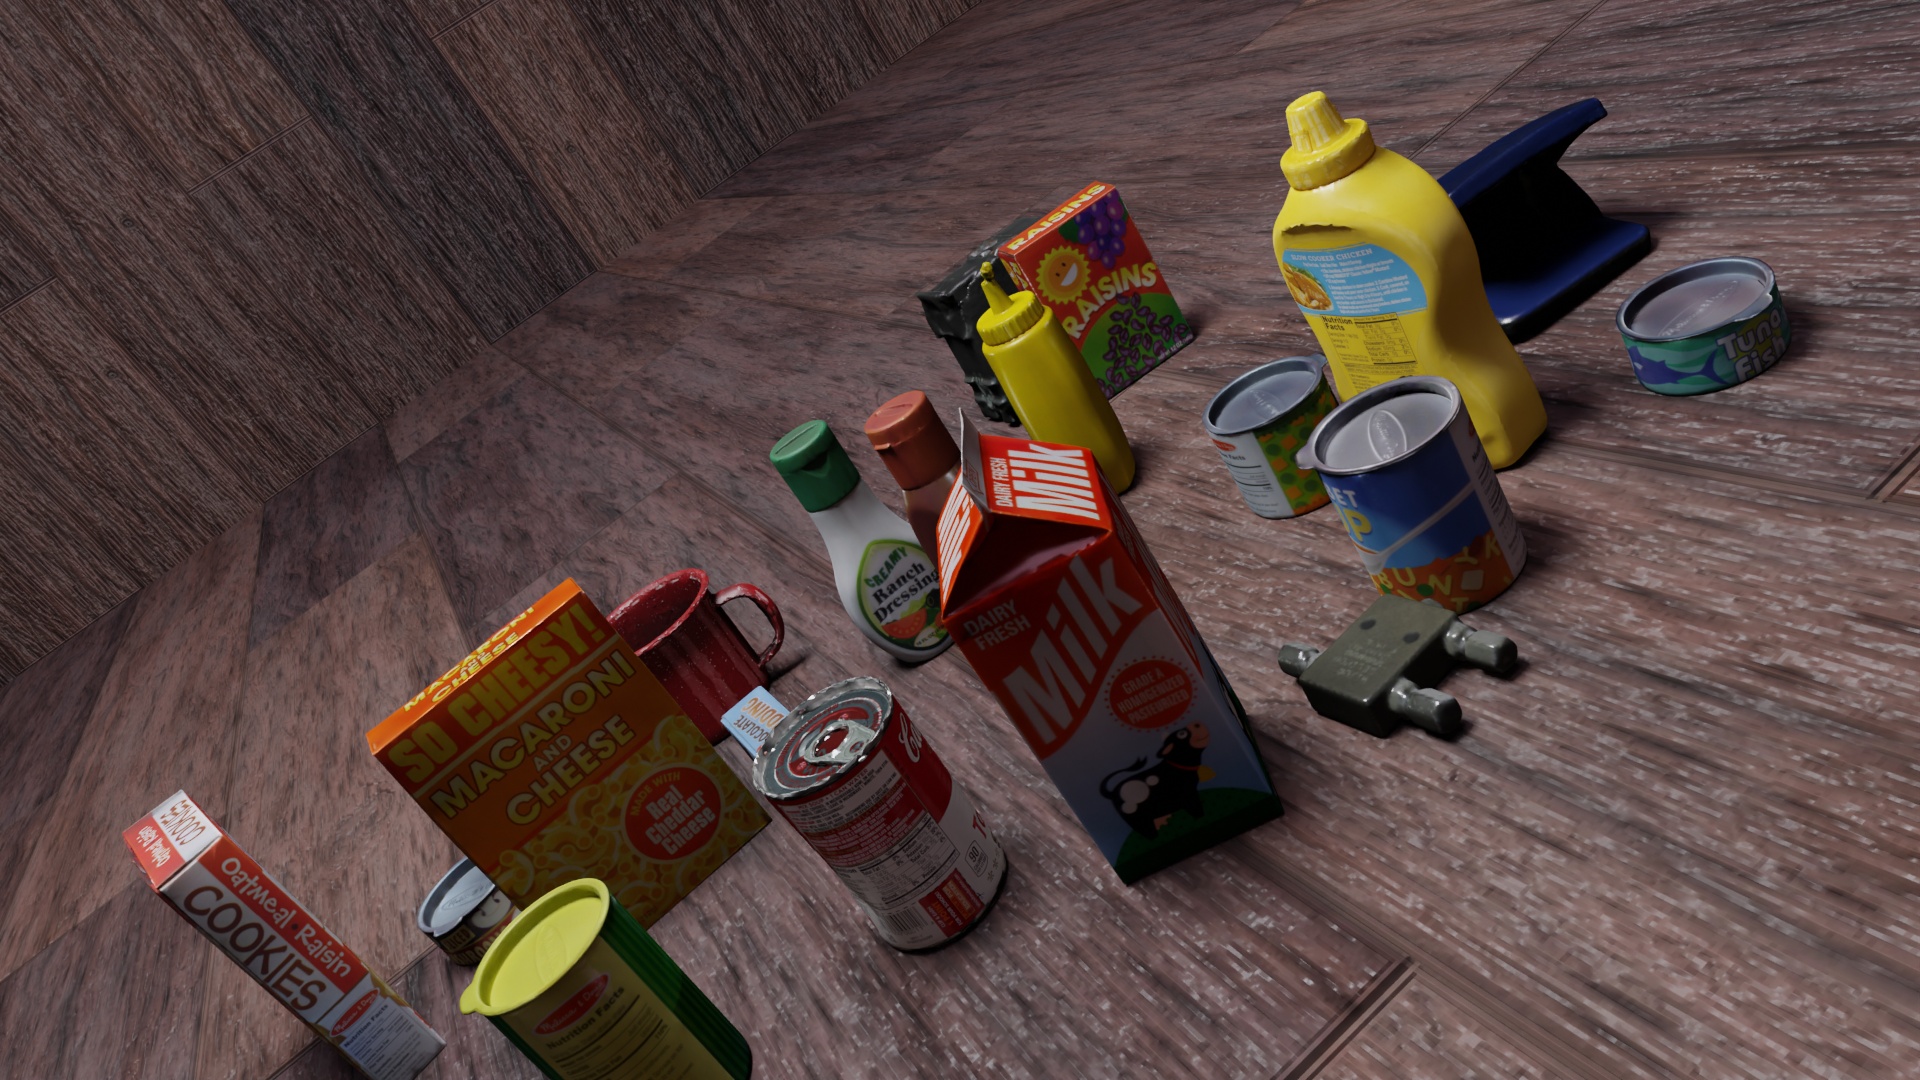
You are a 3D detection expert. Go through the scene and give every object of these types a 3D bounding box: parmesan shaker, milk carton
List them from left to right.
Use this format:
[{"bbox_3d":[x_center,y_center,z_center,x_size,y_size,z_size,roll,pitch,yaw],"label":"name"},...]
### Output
[{"bbox_3d":[-0.145,0.201,0.575,0.071,0.102,0.071,-27,25,14],"label":"parmesan shaker"},{"bbox_3d":[0.048,0.036,0.543,0.073,0.190,0.072,-28,25,12],"label":"milk carton"}]

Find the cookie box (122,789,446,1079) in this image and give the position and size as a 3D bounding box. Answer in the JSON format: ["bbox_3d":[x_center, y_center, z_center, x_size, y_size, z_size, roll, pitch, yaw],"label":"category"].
[{"bbox_3d":[-0.360,0.212,0.736,0.040,0.167,0.123,-47,27,-27],"label":"cookie box"}]

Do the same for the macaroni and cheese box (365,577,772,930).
[{"bbox_3d":[-0.195,0.121,0.706,0.124,0.166,0.040,-40,25,-15],"label":"macaroni and cheese box"}]

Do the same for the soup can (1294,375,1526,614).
[{"bbox_3d":[0.193,-0.017,0.595,0.071,0.083,0.072,-27,25,14],"label":"soup can"}]

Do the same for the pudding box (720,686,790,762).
[{"bbox_3d":[-0.092,0.114,0.736,0.030,0.049,0.084,-40,25,-14],"label":"pudding box"}]

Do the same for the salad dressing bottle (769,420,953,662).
[{"bbox_3d":[-0.052,0.001,0.779,0.064,0.147,0.044,-37,24,-8],"label":"salad dressing bottle"}]

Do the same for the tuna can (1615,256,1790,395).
[{"bbox_3d":[0.338,-0.097,0.630,0.071,0.032,0.071,-27,25,14],"label":"tuna can"}]

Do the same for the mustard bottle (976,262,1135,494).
[{"bbox_3d":[0.050,-0.096,0.821,0.048,0.159,0.065,-26,25,17],"label":"mustard bottle"}]

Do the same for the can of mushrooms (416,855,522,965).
[{"bbox_3d":[-0.276,0.210,0.799,0.071,0.033,0.071,-27,25,14],"label":"can of mushrooms"}]

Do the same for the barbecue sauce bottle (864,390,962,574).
[{"bbox_3d":[0.003,-0.009,0.731,0.065,0.148,0.044,-4,37,48],"label":"barbecue sauce bottle"}]

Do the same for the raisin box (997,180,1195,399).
[{"bbox_3d":[0.093,-0.168,0.946,0.086,0.123,0.040,-35,24,-4],"label":"raisin box"}]

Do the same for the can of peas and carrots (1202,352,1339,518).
[{"bbox_3d":[0.170,-0.055,0.723,0.071,0.058,0.071,-27,25,14],"label":"can of peas and carrots"}]
